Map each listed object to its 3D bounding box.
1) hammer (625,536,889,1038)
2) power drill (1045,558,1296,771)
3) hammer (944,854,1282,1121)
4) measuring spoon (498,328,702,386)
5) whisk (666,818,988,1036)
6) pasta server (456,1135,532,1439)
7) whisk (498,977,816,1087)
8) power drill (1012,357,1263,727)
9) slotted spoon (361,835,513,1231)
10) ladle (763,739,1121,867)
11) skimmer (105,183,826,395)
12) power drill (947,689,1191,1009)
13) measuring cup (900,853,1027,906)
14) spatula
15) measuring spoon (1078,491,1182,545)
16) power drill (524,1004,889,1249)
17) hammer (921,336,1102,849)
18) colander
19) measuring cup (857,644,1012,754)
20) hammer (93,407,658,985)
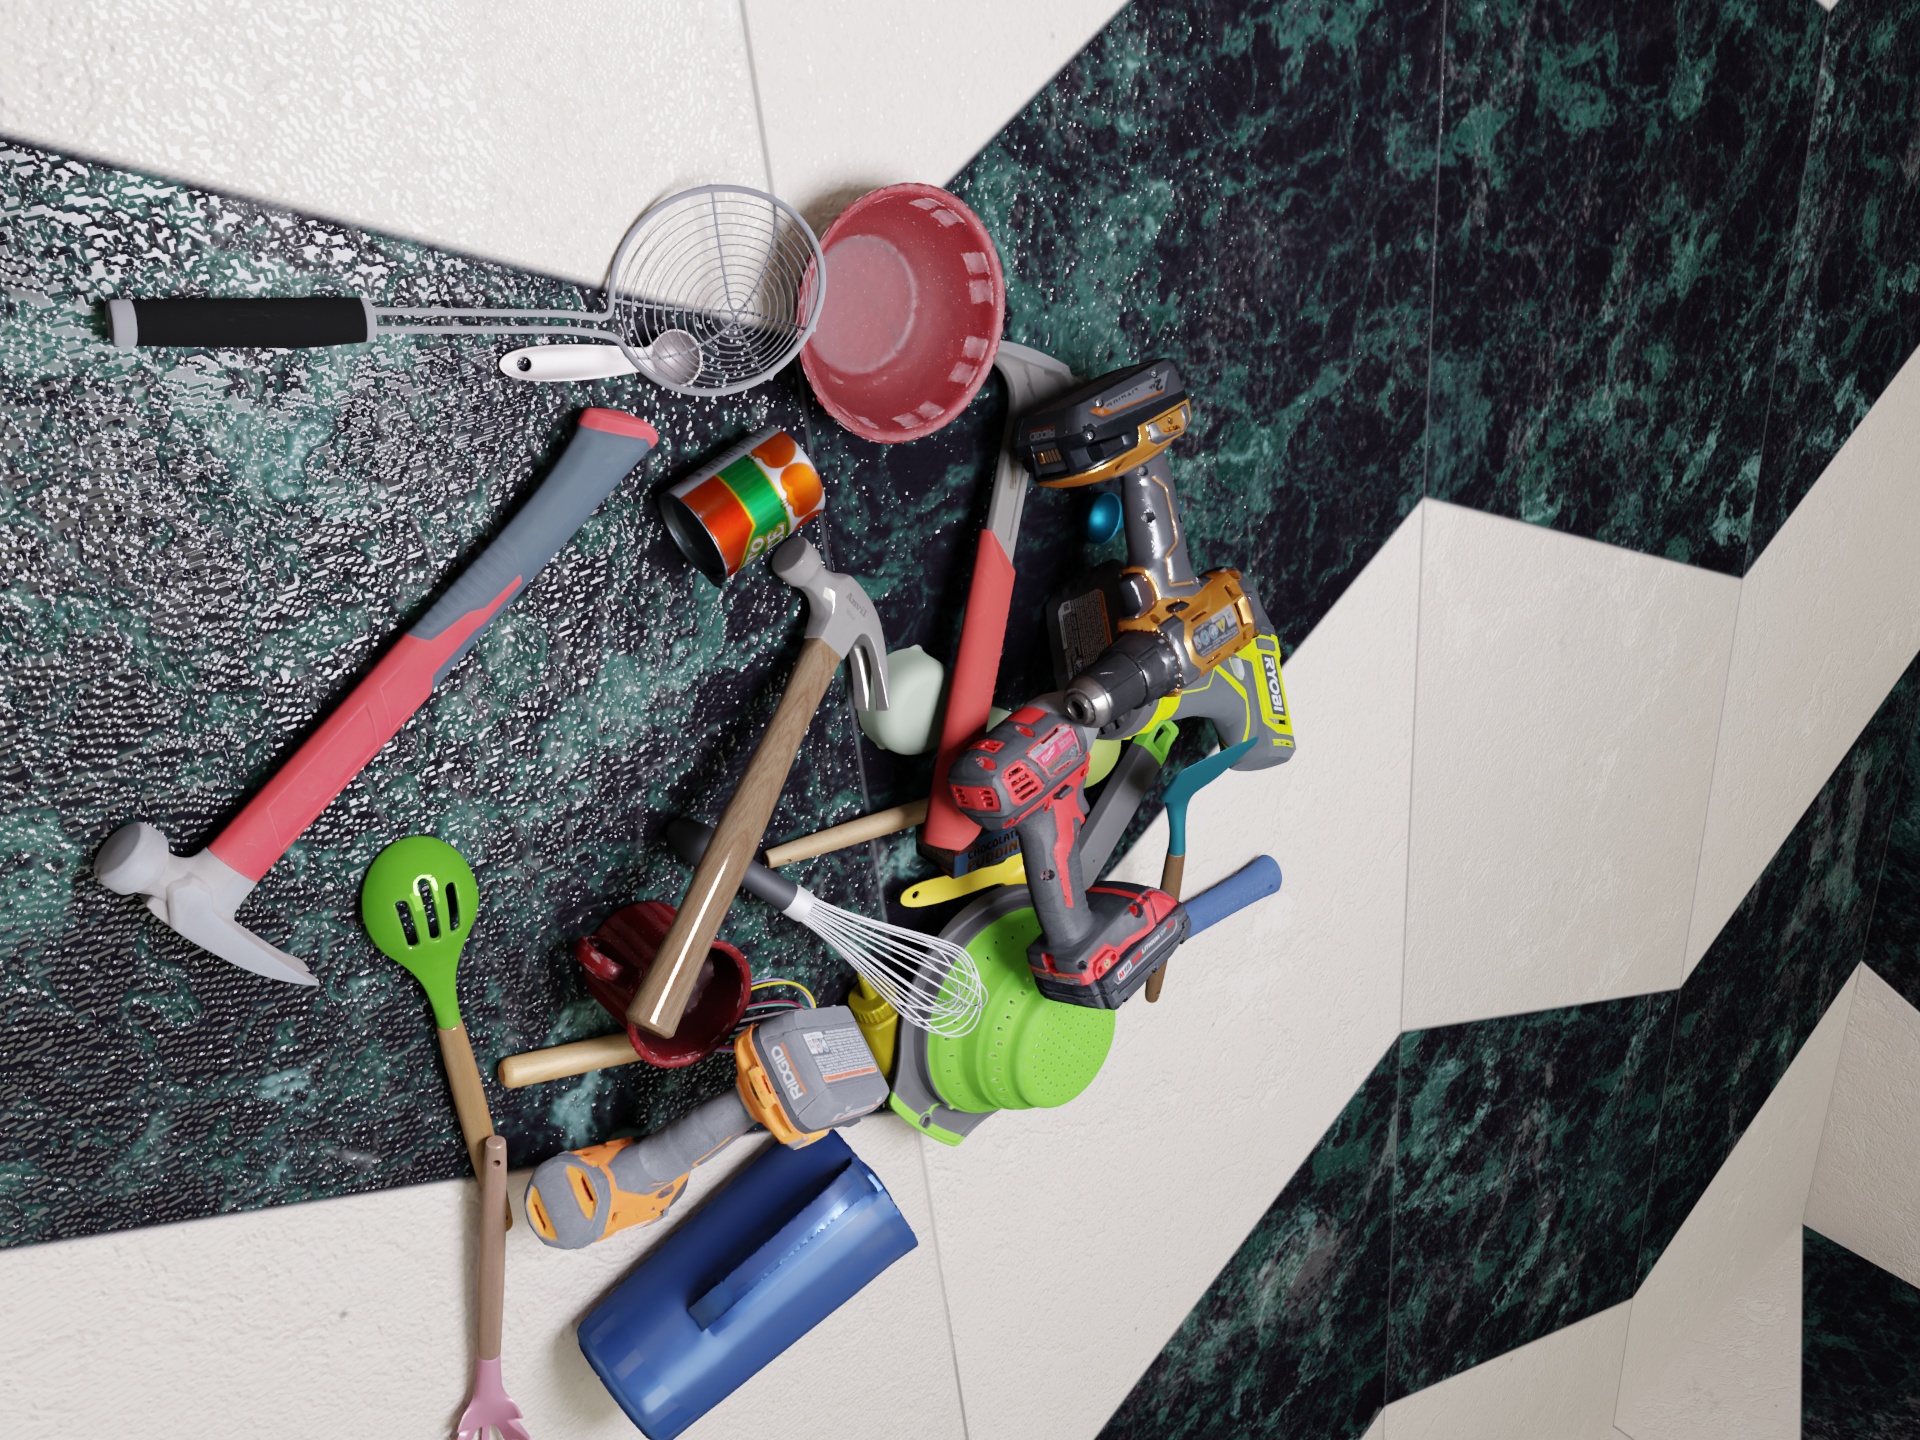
[{"bbox_3d":[-0.133,0.050,1.045,0.129,0.031,0.331,44,60,-43],"label":"hammer"},{"bbox_3d":[0.176,-0.052,1.280,0.223,0.080,0.171,7,69,-43],"label":"power drill"},{"bbox_3d":[0.141,0.219,1.429,0.405,0.035,0.144,-22,122,-33],"label":"hammer"},{"bbox_3d":[-0.212,-0.212,0.938,0.124,0.018,0.034,-10,106,-31],"label":"measuring spoon"},{"bbox_3d":[-0.092,0.146,1.135,0.284,0.070,0.070,34,85,-25],"label":"whisk"},{"bbox_3d":[-0.324,0.423,1.101,0.060,0.040,0.316,-3,115,-25],"label":"pasta server"},{"bbox_3d":[-0.205,0.229,1.126,0.245,0.051,0.047,-6,119,-36],"label":"whisk"},{"bbox_3d":[0.114,-0.119,1.121,0.185,0.084,0.226,-33,110,-34],"label":"power drill"},{"bbox_3d":[-0.323,0.214,1.027,0.070,0.031,0.313,-22,124,-31],"label":"slotted spoon"},{"bbox_3d":[-0.009,0.052,1.222,0.320,0.062,0.078,-16,148,-27],"label":"ladle"},{"bbox_3d":[-0.247,-0.228,0.843,0.363,0.090,0.127,-10,78,-35],"label":"skimmer"},{"bbox_3d":[0.083,0.088,1.159,0.143,0.078,0.219,-38,116,-35],"label":"power drill"},{"bbox_3d":[0.010,0.121,1.277,0.156,0.029,0.062,-12,116,-35],"label":"measuring cup"},{"bbox_3d":[0.183,0.135,1.333,0.082,0.044,0.317,-22,135,-27],"label":"spatula"},{"bbox_3d":[0.133,-0.165,1.263,0.128,0.021,0.042,-13,117,-47],"label":"measuring spoon"},{"bbox_3d":[-0.167,0.282,1.096,0.226,0.084,0.164,-32,164,11],"label":"power drill"},{"bbox_3d":[0.013,-0.086,1.137,0.149,0.037,0.359,8,94,-44],"label":"hammer"},{"bbox_3d":[0.098,0.172,1.280,0.204,0.095,0.397,44,72,-44],"label":"colander"},{"bbox_3d":[-0.002,-0.004,1.197,0.167,0.038,0.083,13,100,-42],"label":"measuring cup"},{"bbox_3d":[-0.304,-0.024,0.924,0.386,0.038,0.143,-50,135,-11],"label":"hammer"}]
